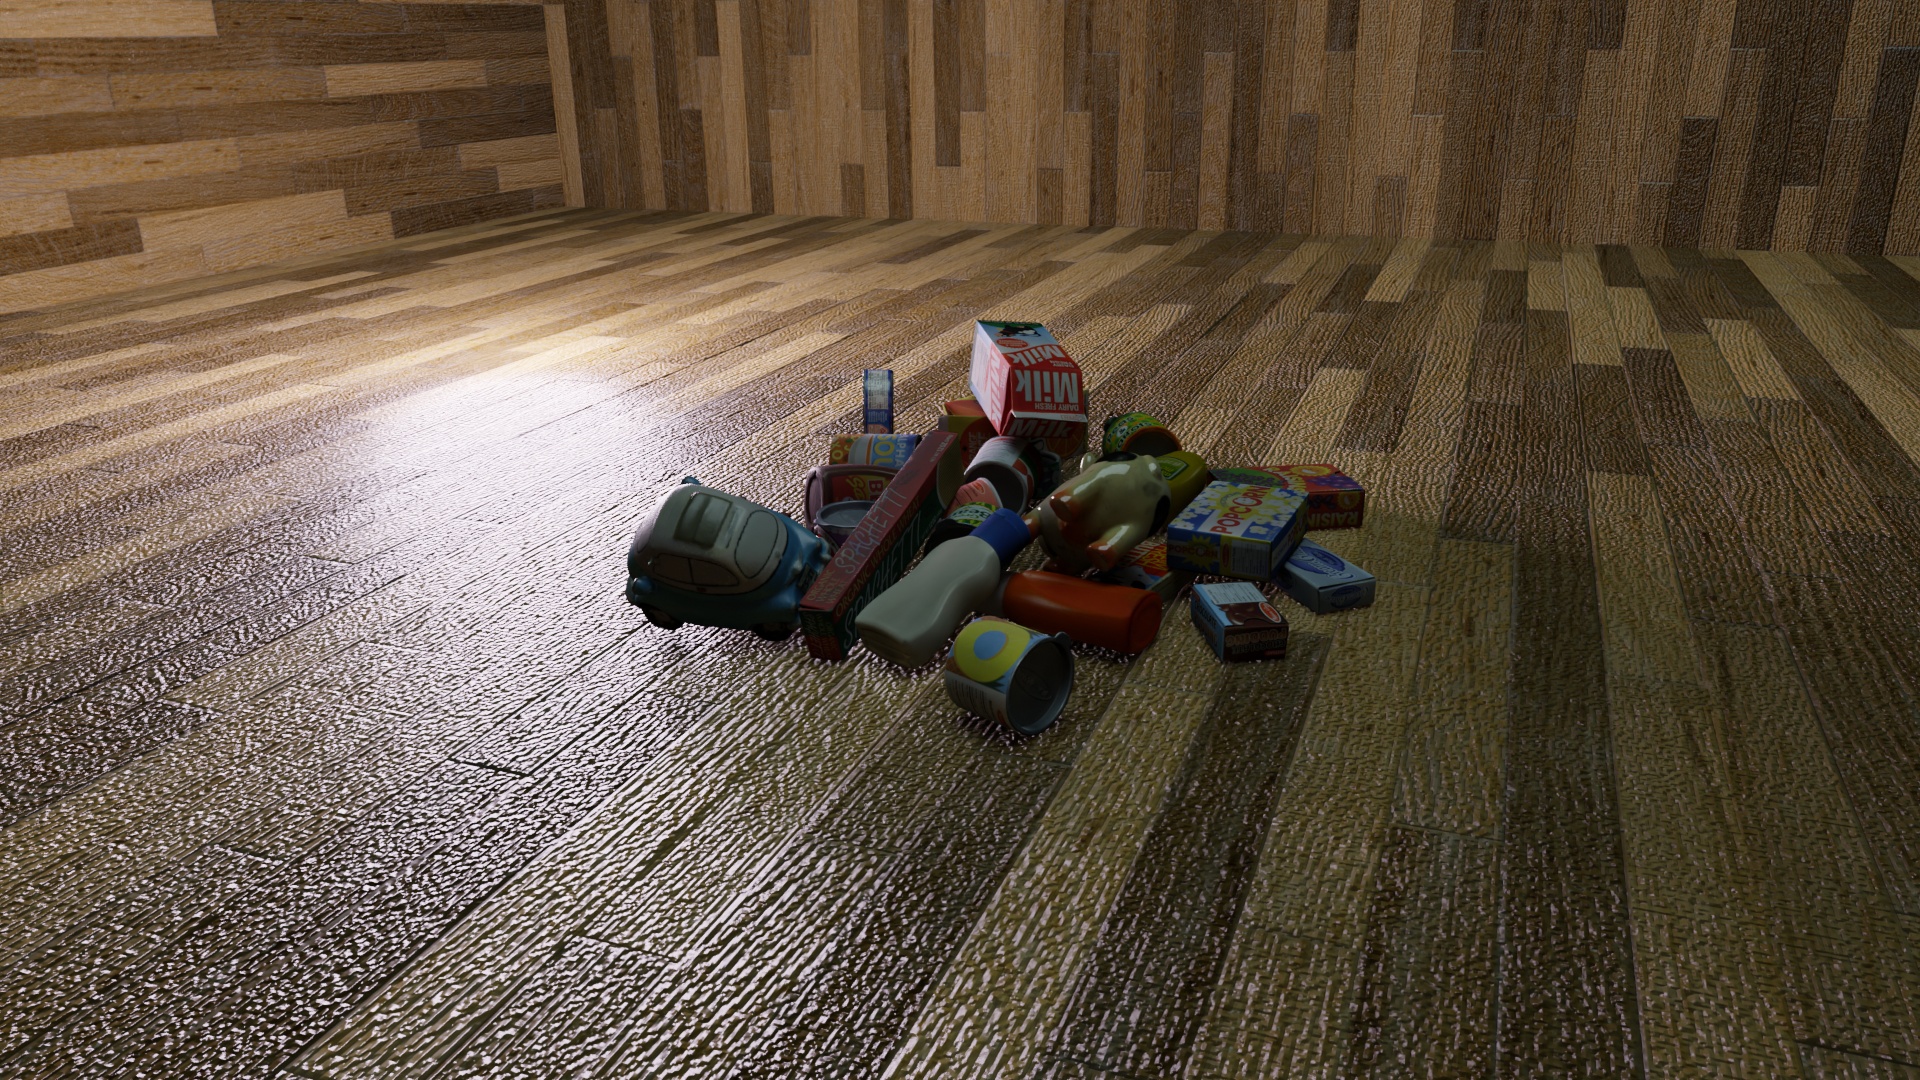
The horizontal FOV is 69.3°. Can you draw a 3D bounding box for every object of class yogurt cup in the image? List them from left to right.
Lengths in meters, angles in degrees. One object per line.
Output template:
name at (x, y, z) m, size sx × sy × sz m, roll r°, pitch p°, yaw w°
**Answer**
yogurt cup at (0.004, -0.015, 1.193) m, size 0.054 × 0.072 × 0.072 m, roll -16°, pitch 24°, yaw -17°

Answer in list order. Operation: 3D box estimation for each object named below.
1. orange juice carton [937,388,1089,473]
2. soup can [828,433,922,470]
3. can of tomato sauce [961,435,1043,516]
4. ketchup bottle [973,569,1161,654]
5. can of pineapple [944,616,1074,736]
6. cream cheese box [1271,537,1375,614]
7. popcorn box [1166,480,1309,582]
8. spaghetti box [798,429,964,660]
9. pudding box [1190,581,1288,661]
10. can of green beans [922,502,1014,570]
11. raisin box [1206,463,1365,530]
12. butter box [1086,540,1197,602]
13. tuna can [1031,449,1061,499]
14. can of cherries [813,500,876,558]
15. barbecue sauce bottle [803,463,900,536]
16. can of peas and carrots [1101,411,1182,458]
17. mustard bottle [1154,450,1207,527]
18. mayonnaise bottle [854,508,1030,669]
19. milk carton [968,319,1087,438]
orange juice carton at (0.045, -0.112, 1.440) m, size 0.073 × 0.071 × 0.193 m, roll 18°, pitch 27°, yaw 41°
soup can at (-0.081, -0.071, 1.336) m, size 0.084 × 0.071 × 0.071 m, roll 1°, pitch 20°, yaw 7°
can of tomato sauce at (0.039, -0.054, 1.296) m, size 0.071 × 0.071 × 0.083 m, roll 3°, pitch 21°, yaw 12°
ketchup bottle at (0.073, 0.048, 1.046) m, size 0.149 × 0.043 × 0.065 m, roll 11°, pitch 20°, yaw 30°
can of pineapple at (0.033, 0.086, 0.909) m, size 0.058 × 0.070 × 0.071 m, roll 17°, pitch 27°, yaw 41°
cream cheese box at (0.284, 0.027, 1.122) m, size 0.053 × 0.024 × 0.104 m, roll -9°, pitch 22°, yaw -17°
popcorn box at (0.227, -0.009, 1.129) m, size 0.085 × 0.038 × 0.127 m, roll 8°, pitch 23°, yaw 25°
spaghetti box at (-0.056, -0.002, 1.087) m, size 0.029 × 0.050 × 0.251 m, roll 7°, pitch 37°, yaw 22°
pudding box at (0.205, 0.059, 1.030) m, size 0.050 × 0.030 × 0.084 m, roll -2°, pitch 20°, yaw -7°
can of green beans at (0.009, 0.008, 1.124) m, size 0.071 × 0.071 × 0.058 m, roll 5°, pitch 20°, yaw 14°
raisin box at (0.298, -0.040, 1.283) m, size 0.123 × 0.040 × 0.086 m, roll -3°, pitch 19°, yaw -8°
butter box at (0.147, 0.030, 1.119) m, size 0.053 × 0.024 × 0.104 m, roll 13°, pitch 24°, yaw 31°
tuna can at (0.064, -0.066, 1.369) m, size 0.071 × 0.032 × 0.071 m, roll 0°, pitch 20°, yaw 0°
can of cherries at (-0.088, 0.004, 1.150) m, size 0.071 × 0.058 × 0.072 m, roll 0°, pitch 21°, yaw 0°
barbecue sauce bottle at (-0.068, -0.038, 1.265) m, size 0.149 × 0.064 × 0.044 m, roll -4°, pitch 13°, yaw -34°
can of peas and carrots at (0.179, -0.091, 1.379) m, size 0.071 × 0.070 × 0.059 m, roll -5°, pitch 21°, yaw -11°
mustard bottle at (0.195, -0.054, 1.308) m, size 0.065 × 0.048 × 0.161 m, roll 13°, pitch 24°, yaw 29°
mayonnaise bottle at (-0.007, 0.032, 1.027) m, size 0.065 × 0.041 × 0.149 m, roll 19°, pitch 49°, yaw 41°
milk carton at (0.064, -0.151, 1.344) m, size 0.072 × 0.073 × 0.191 m, roll 2°, pitch 25°, yaw -13°
